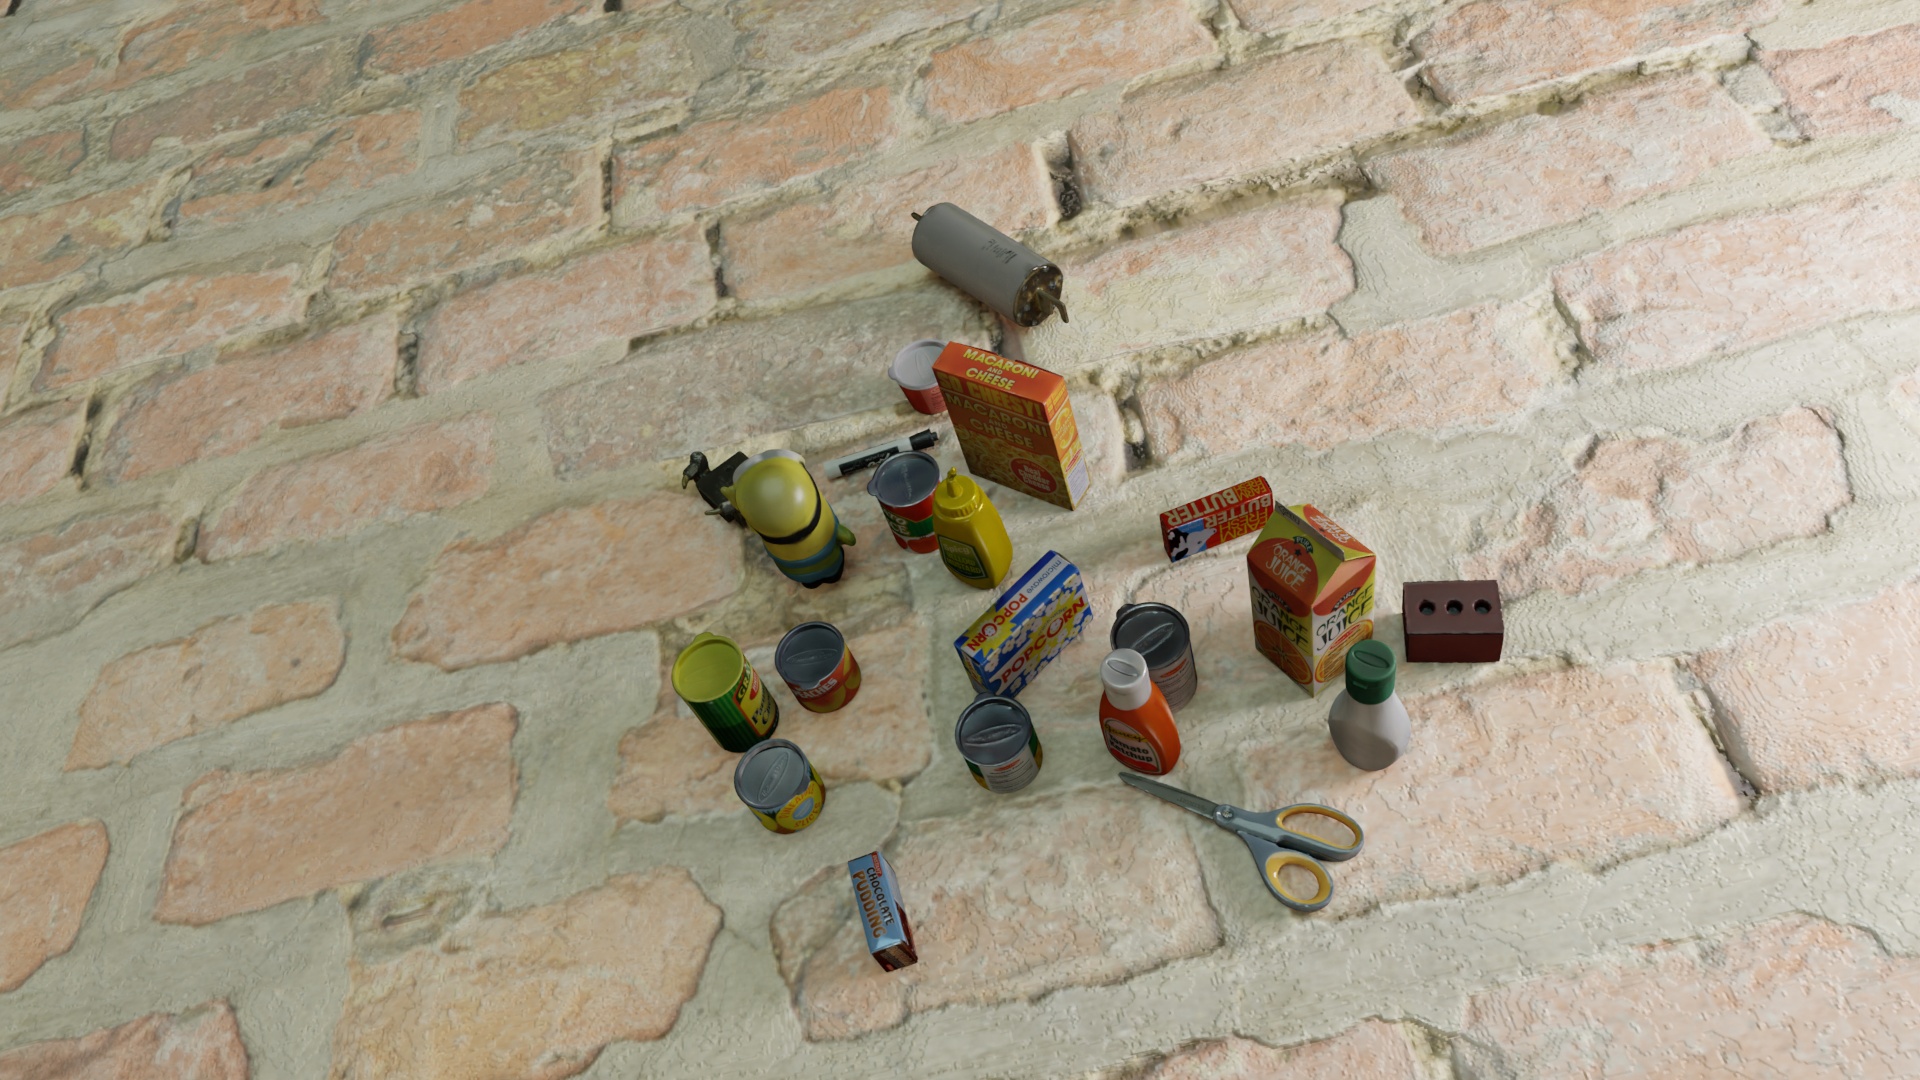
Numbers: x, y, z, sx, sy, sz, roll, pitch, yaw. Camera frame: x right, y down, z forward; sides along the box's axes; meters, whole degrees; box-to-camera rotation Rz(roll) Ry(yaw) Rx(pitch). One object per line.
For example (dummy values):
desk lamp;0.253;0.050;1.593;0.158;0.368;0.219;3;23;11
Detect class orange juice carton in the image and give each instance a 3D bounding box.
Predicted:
orange juice carton;0.285;0.041;1.129;0.073;0.191;0.072;-38;55;-12

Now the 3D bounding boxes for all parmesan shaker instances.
parmesan shaker;-0.210;0.137;1.250;0.071;0.102;0.071;-7;54;10

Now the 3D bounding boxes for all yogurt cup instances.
yogurt cup;-0.033;-0.169;1.449;0.072;0.053;0.073;-7;54;10

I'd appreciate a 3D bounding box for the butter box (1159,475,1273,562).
butter box;0.235;-0.019;1.272;0.103;0.053;0.024;-21;53;0

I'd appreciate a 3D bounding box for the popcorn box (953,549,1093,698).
popcorn box;0.058;0.080;1.230;0.127;0.085;0.038;-43;56;-16

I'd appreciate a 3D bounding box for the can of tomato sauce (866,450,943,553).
can of tomato sauce;-0.045;-0.035;1.340;0.071;0.082;0.071;-7;54;10

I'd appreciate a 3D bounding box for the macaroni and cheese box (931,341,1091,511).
macaroni and cheese box;0.050;-0.108;1.314;0.124;0.165;0.040;21;64;27

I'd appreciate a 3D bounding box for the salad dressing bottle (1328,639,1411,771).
salad dressing bottle;0.320;0.129;1.086;0.064;0.147;0.044;23;65;28

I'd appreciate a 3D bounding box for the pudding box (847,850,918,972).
pudding box;-0.063;0.301;1.128;0.030;0.049;0.084;-21;53;0

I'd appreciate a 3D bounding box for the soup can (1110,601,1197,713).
soup can;0.165;0.100;1.188;0.071;0.083;0.072;-7;54;10

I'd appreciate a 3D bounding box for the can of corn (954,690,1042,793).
can of corn;0.033;0.173;1.188;0.071;0.058;0.071;-7;54;10

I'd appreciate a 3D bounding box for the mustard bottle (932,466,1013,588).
mustard bottle;0.005;-0.016;1.265;0.065;0.159;0.049;17;62;25

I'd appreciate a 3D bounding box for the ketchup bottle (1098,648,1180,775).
ketchup bottle;0.141;0.138;1.127;0.065;0.148;0.044;20;63;26

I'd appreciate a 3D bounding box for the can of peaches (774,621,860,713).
can of peaches;-0.130;0.118;1.270;0.071;0.057;0.071;-7;54;10

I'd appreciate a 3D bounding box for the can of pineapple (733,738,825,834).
can of pineapple;-0.155;0.216;1.208;0.071;0.057;0.071;-7;54;10
